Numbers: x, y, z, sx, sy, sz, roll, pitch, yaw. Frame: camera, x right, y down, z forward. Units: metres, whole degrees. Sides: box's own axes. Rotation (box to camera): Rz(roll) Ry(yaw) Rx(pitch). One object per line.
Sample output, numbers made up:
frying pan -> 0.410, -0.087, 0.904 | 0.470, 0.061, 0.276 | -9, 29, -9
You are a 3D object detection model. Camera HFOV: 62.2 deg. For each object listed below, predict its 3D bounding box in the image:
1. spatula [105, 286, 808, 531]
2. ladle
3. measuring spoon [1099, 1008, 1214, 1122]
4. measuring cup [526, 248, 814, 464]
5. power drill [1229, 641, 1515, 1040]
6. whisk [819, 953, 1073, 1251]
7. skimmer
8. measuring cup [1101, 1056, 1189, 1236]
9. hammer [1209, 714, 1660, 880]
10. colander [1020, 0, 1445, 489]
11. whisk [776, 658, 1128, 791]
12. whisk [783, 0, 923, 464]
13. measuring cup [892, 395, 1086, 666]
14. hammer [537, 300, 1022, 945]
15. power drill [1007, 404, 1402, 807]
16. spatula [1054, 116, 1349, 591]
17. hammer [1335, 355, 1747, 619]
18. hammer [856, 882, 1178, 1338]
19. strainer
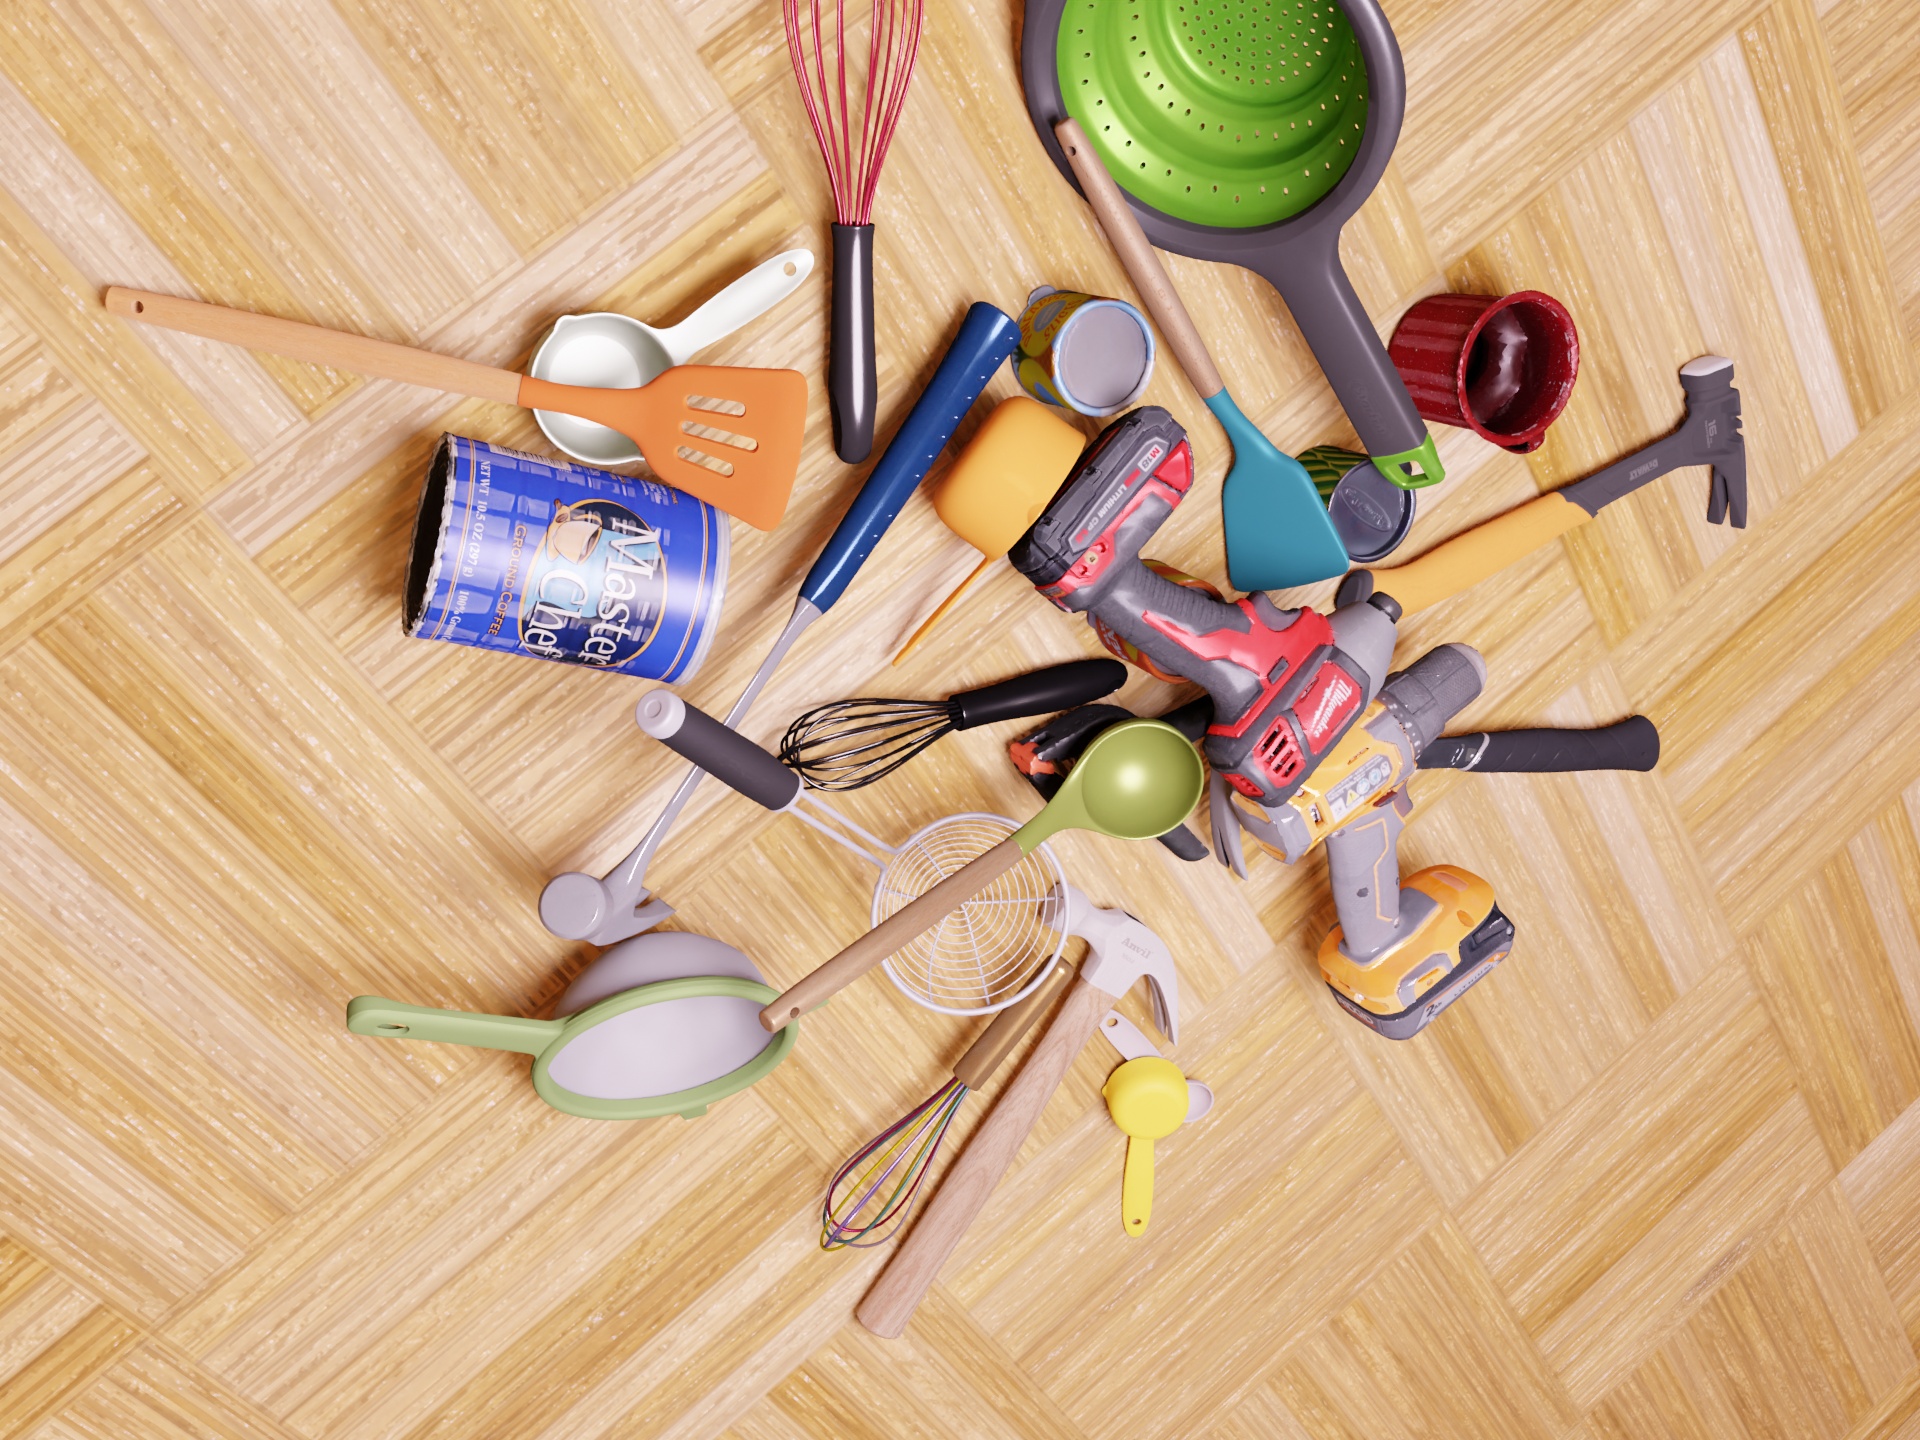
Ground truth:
spatula -> -0.236, -0.163, 0.760 | 0.322, 0.041, 0.081 | 10, 106, -13
ladle -> 0.020, 0.087, 0.884 | 0.320, 0.062, 0.078 | -31, 119, -36
measuring spoon -> 0.133, 0.237, 1.115 | 0.034, 0.018, 0.124 | -39, 113, 9
measuring cup -> -0.149, -0.198, 0.825 | 0.167, 0.038, 0.083 | -36, 118, -11
power drill -> 0.286, 0.073, 1.030 | 0.185, 0.084, 0.226 | -36, 120, -13
whisk -> -0.010, 0.247, 1.021 | 0.047, 0.051, 0.245 | 37, 95, -26
skimmer -> -0.047, 0.072, 0.868 | 0.127, 0.090, 0.363 | -54, 148, -4
measuring cup -> 0.130, 0.309, 1.119 | 0.062, 0.029, 0.156 | -1, 113, -4
hammer -> 0.340, 0.028, 1.105 | 0.408, 0.036, 0.149 | -1, 111, -28
colander -> 0.187, -0.300, 0.884 | 0.396, 0.204, 0.094 | 51, 52, -30
whisk -> -0.001, -0.002, 0.955 | 0.239, 0.055, 0.055 | -15, 113, -24
whisk -> -0.056, -0.278, 0.828 | 0.073, 0.073, 0.295 | -8, 116, -22
measuring cup -> -0.002, -0.108, 0.904 | 0.052, 0.095, 0.173 | 38, 107, -10
hammer -> -0.089, -0.053, 0.872 | 0.035, 0.144, 0.405 | 32, 83, 7
power drill -> 0.147, -0.070, 0.908 | 0.219, 0.078, 0.143 | 42, 85, -9
spatula -> 0.134, -0.207, 0.928 | 0.317, 0.082, 0.044 | 52, 48, -31
hammer -> 0.405, -0.132, 1.096 | 0.337, 0.034, 0.127 | -25, 115, -14
hammer -> 0.033, 0.274, 1.066 | 0.130, 0.031, 0.331 | 30, 95, -22
strainer -> -0.212, 0.155, 0.880 | 0.256, 0.069, 0.151 | 16, 132, -38
